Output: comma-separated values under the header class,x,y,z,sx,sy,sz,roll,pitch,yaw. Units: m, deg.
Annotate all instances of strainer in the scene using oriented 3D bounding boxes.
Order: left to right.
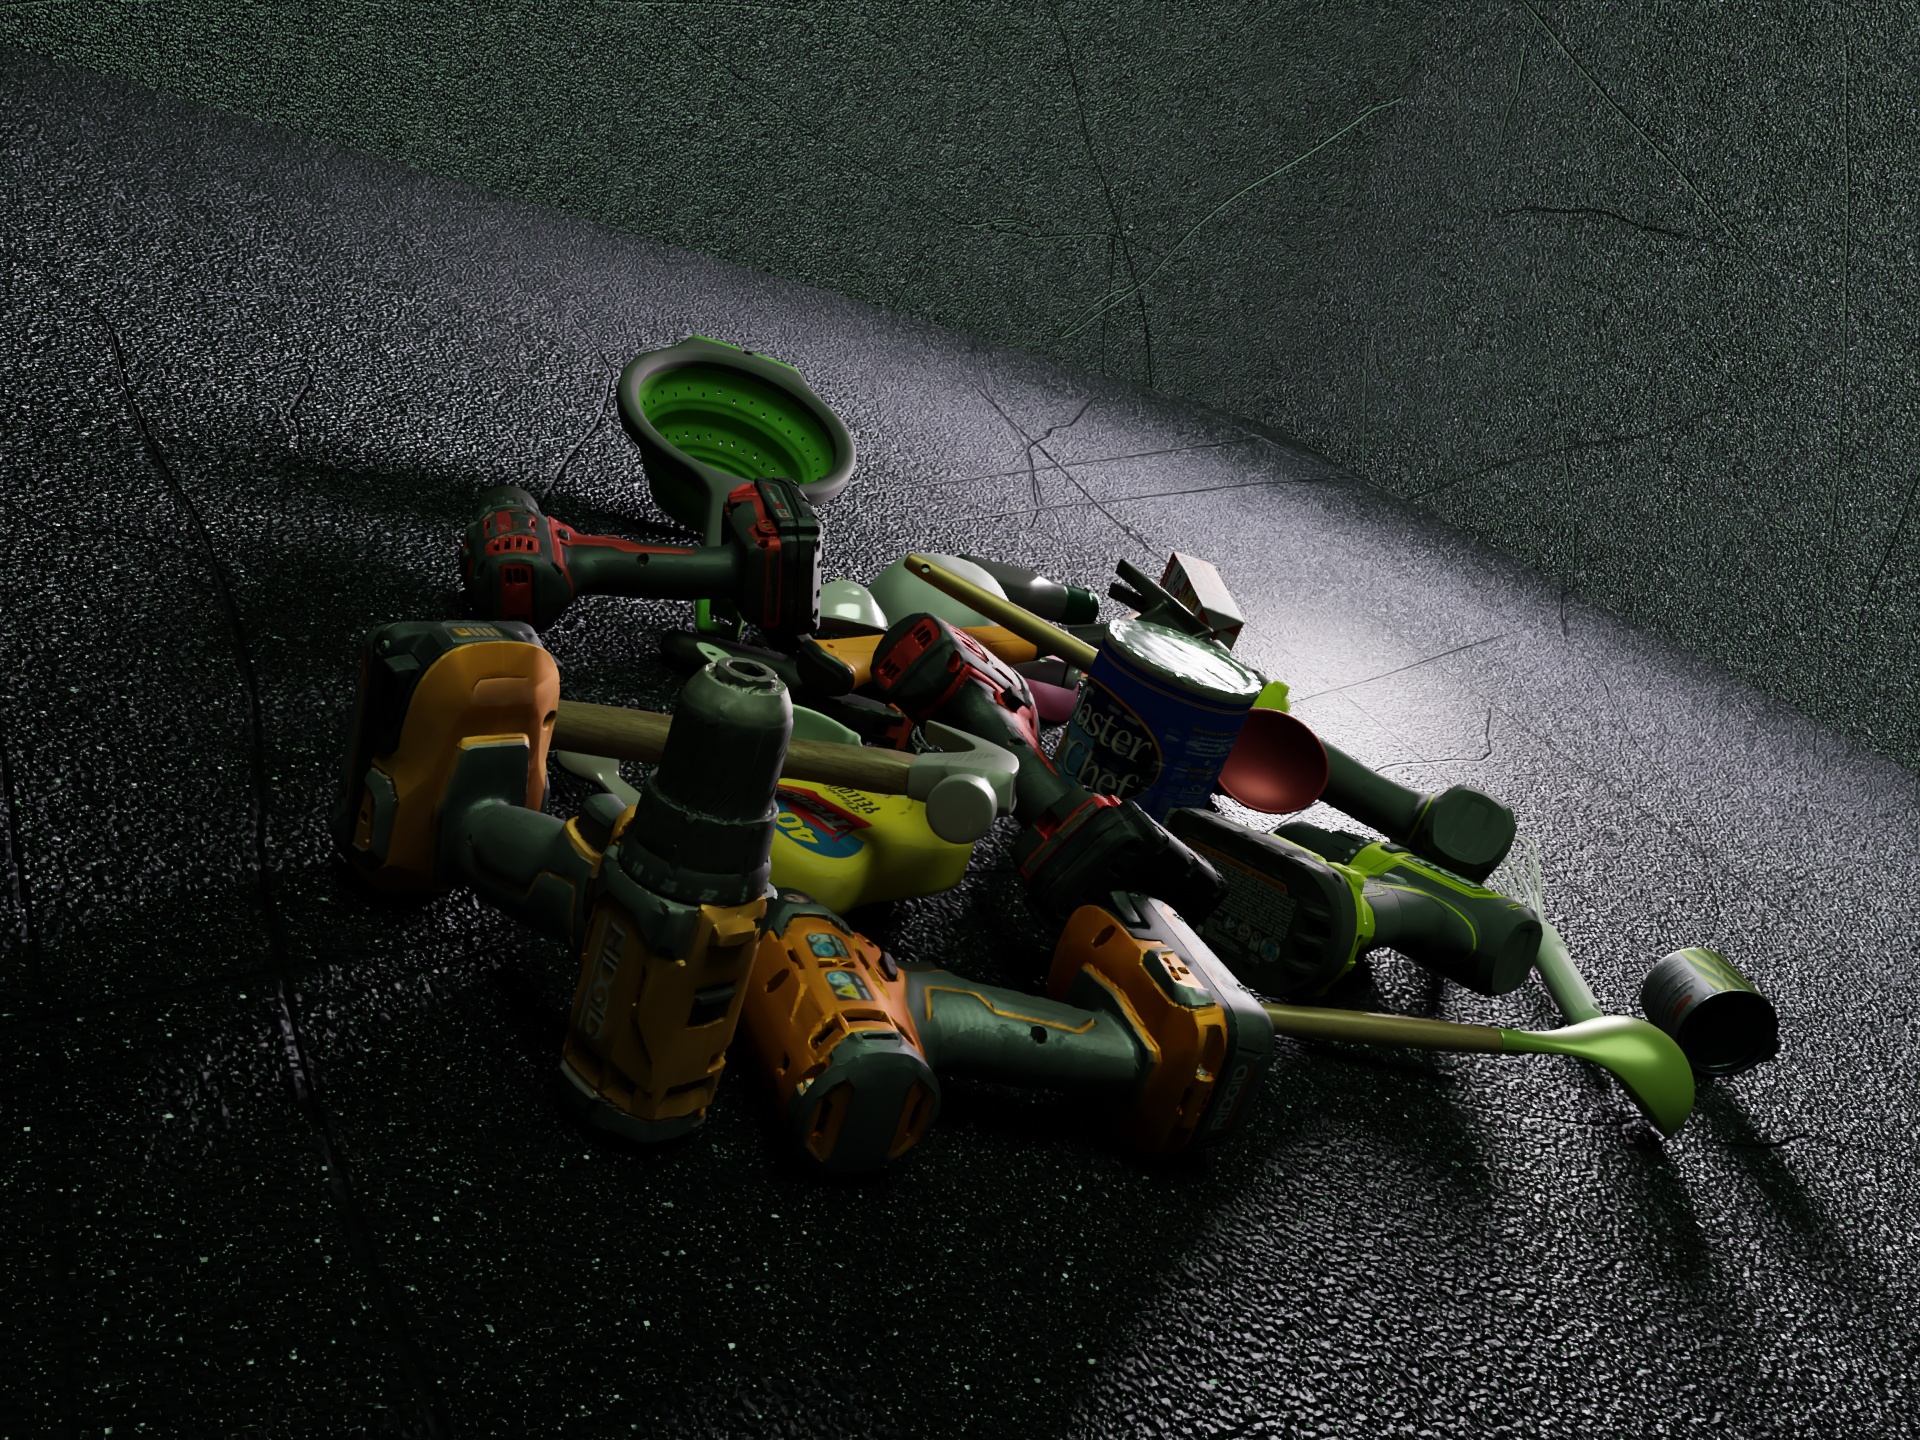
class,x,y,z,sx,sy,sz,roll,pitch,yaw
strainer,-0.021,-0.060,1.157,0.258,0.050,0.087,15,-3,6
strainer,0.032,-0.090,1.313,0.256,0.069,0.152,5,25,-36

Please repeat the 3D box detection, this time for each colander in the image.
class,x,y,z,sx,sy,sz,roll,pitch,yaw
colander,-0.194,-0.166,1.281,0.204,0.094,0.398,16,38,-17

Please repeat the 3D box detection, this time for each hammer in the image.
class,x,y,z,sx,sy,sz,roll,pitch,yaw
hammer,-0.133,0.011,0.799,0.331,0.031,0.130,8,10,10
hammer,0.031,-0.058,1.107,0.336,0.034,0.127,-8,41,-37

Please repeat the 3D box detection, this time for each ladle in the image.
class,x,y,z,sx,sy,sz,roll,pitch,yaw
ladle,0.101,-0.031,1.060,0.315,0.069,0.031,29,-9,2
ladle,0.273,0.188,0.894,0.320,0.062,0.078,8,23,-15

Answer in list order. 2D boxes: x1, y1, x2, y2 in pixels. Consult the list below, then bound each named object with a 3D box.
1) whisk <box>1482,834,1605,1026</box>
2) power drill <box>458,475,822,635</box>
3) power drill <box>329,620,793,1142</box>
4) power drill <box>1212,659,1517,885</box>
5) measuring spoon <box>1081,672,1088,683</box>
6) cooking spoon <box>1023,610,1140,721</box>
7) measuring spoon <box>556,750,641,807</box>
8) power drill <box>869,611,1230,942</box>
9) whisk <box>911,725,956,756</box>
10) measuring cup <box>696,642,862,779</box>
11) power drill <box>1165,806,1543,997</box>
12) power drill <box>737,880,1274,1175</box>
class,x,y,z,sx,sy,sz,roll,pitch,yaw
whisk,0.405,0.147,1.117,0.057,0.059,0.246,45,18,-17
power drill,-0.218,-0.116,1.064,0.226,0.080,0.188,-3,26,-17
power drill,-0.157,0.031,0.634,0.226,0.185,0.084,32,23,36
power drill,0.274,0.054,1.136,0.223,0.080,0.171,29,-9,16
measuring spoon,0.077,-0.030,1.296,0.021,0.011,0.117,31,25,28
cooking spoon,0.111,-0.060,1.331,0.069,0.017,0.319,53,28,2
measuring spoon,-0.169,0.039,0.841,0.124,0.018,0.034,35,23,31
power drill,0.045,0.037,0.893,0.143,0.078,0.220,37,11,-50
whisk,-0.001,-0.004,1.091,0.055,0.055,0.239,21,15,-3
measuring cup,-0.123,0.002,0.962,0.083,0.038,0.168,4,24,-40
power drill,0.221,0.106,0.977,0.228,0.080,0.191,7,14,-43
power drill,0.007,0.124,0.711,0.226,0.084,0.164,6,24,-28
